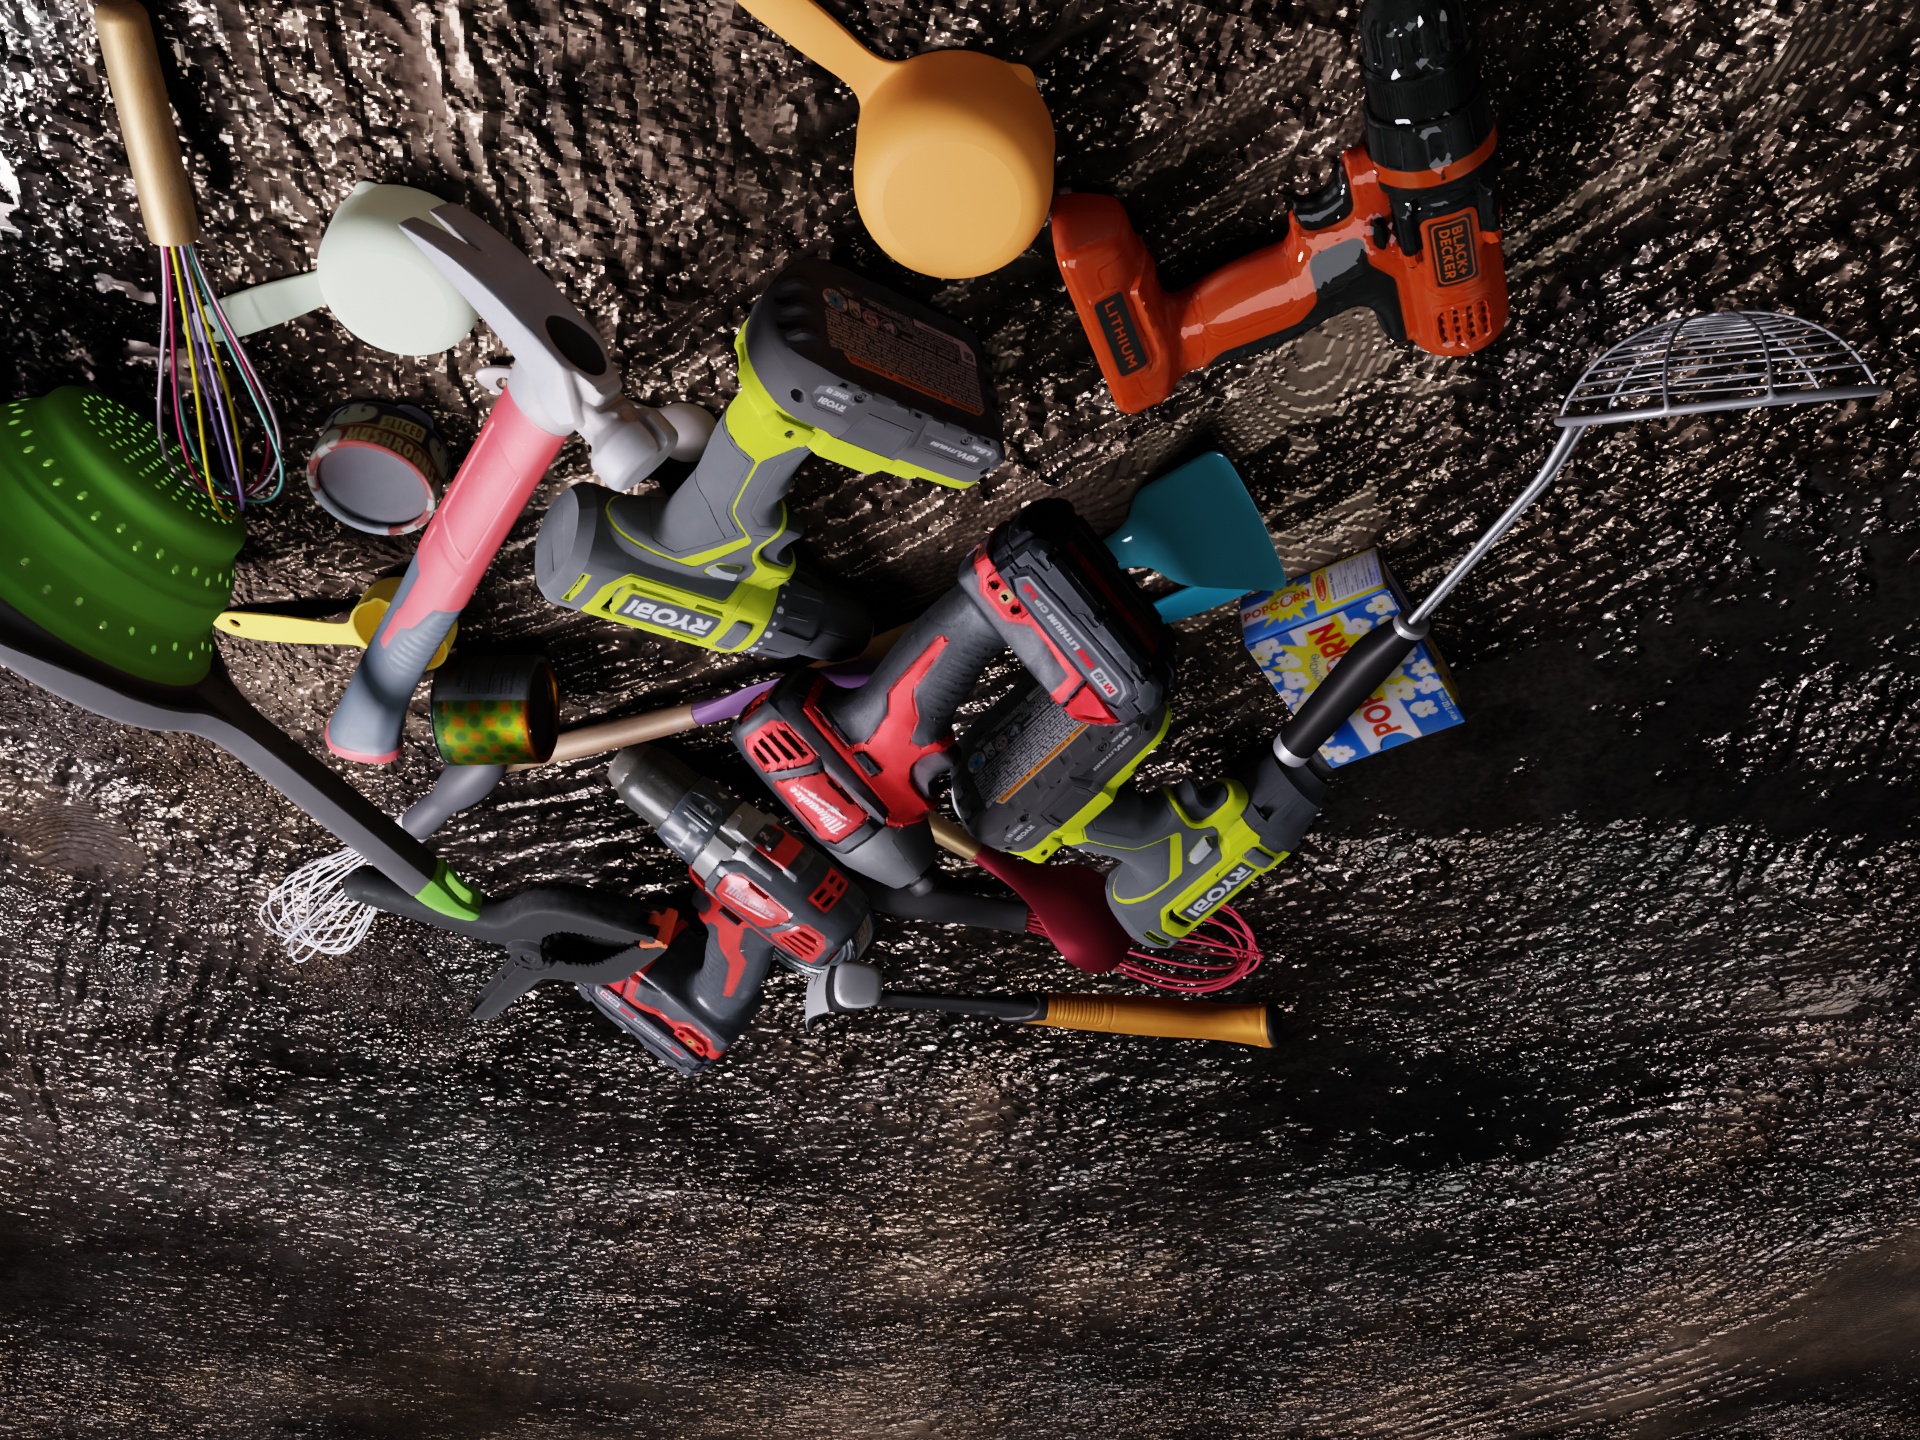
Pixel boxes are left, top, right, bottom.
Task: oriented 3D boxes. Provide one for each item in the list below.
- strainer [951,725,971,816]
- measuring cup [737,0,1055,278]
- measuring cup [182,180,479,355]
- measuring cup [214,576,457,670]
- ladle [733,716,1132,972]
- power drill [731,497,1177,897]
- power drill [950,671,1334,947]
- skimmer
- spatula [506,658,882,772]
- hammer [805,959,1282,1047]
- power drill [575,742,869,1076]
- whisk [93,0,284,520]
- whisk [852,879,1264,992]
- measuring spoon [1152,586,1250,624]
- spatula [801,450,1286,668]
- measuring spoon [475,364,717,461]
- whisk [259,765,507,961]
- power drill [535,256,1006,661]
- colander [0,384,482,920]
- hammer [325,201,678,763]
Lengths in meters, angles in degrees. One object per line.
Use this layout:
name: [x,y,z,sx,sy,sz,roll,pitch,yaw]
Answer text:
strainer: [0.074,0.053,1.019,0.258,0.050,0.087,30,97,-36]
measuring cup: [-0.034,-0.252,0.663,0.173,0.052,0.095,29,132,-30]
measuring cup: [-0.302,-0.196,0.750,0.167,0.038,0.083,-12,137,15]
measuring cup: [-0.365,-0.061,0.927,0.156,0.029,0.062,4,140,16]
ladle: [-0.012,0.070,1.018,0.315,0.069,0.031,32,146,-15]
power drill: [-0.001,-0.003,0.830,0.219,0.079,0.143,-35,102,24]
power drill: [0.116,0.043,0.952,0.171,0.080,0.223,-43,135,18]
skimmer: [0.274,-0.063,0.782,0.127,0.090,0.363,-12,151,-35]
spatula: [-0.178,0.001,0.965,0.316,0.018,0.059,-13,165,25]
hammer: [0.062,0.200,1.090,0.336,0.034,0.127,7,161,-16]
power drill: [-0.181,0.125,1.064,0.188,0.080,0.226,39,134,-2]
whisk: [-0.354,-0.198,0.727,0.051,0.047,0.244,18,130,15]
whisk: [0.065,0.140,1.110,0.296,0.073,0.073,8,139,2]
measuring spoon: [0.116,-0.069,0.900,0.128,0.021,0.042,-21,135,12]
spatula: [0.023,-0.063,0.885,0.317,0.044,0.082,-20,113,26]
measuring spoon: [-0.184,-0.155,0.806,0.124,0.018,0.034,13,138,-16]
whisk: [-0.382,0.087,1.057,0.070,0.070,0.284,32,129,-30]
power drill: [-0.082,-0.110,0.805,0.190,0.080,0.228,16,141,-35]
colander: [-0.378,-0.045,0.826,0.094,0.205,0.396,-44,113,3]
hammer: [-0.272,-0.086,0.805,0.143,0.038,0.386,48,137,-3]
